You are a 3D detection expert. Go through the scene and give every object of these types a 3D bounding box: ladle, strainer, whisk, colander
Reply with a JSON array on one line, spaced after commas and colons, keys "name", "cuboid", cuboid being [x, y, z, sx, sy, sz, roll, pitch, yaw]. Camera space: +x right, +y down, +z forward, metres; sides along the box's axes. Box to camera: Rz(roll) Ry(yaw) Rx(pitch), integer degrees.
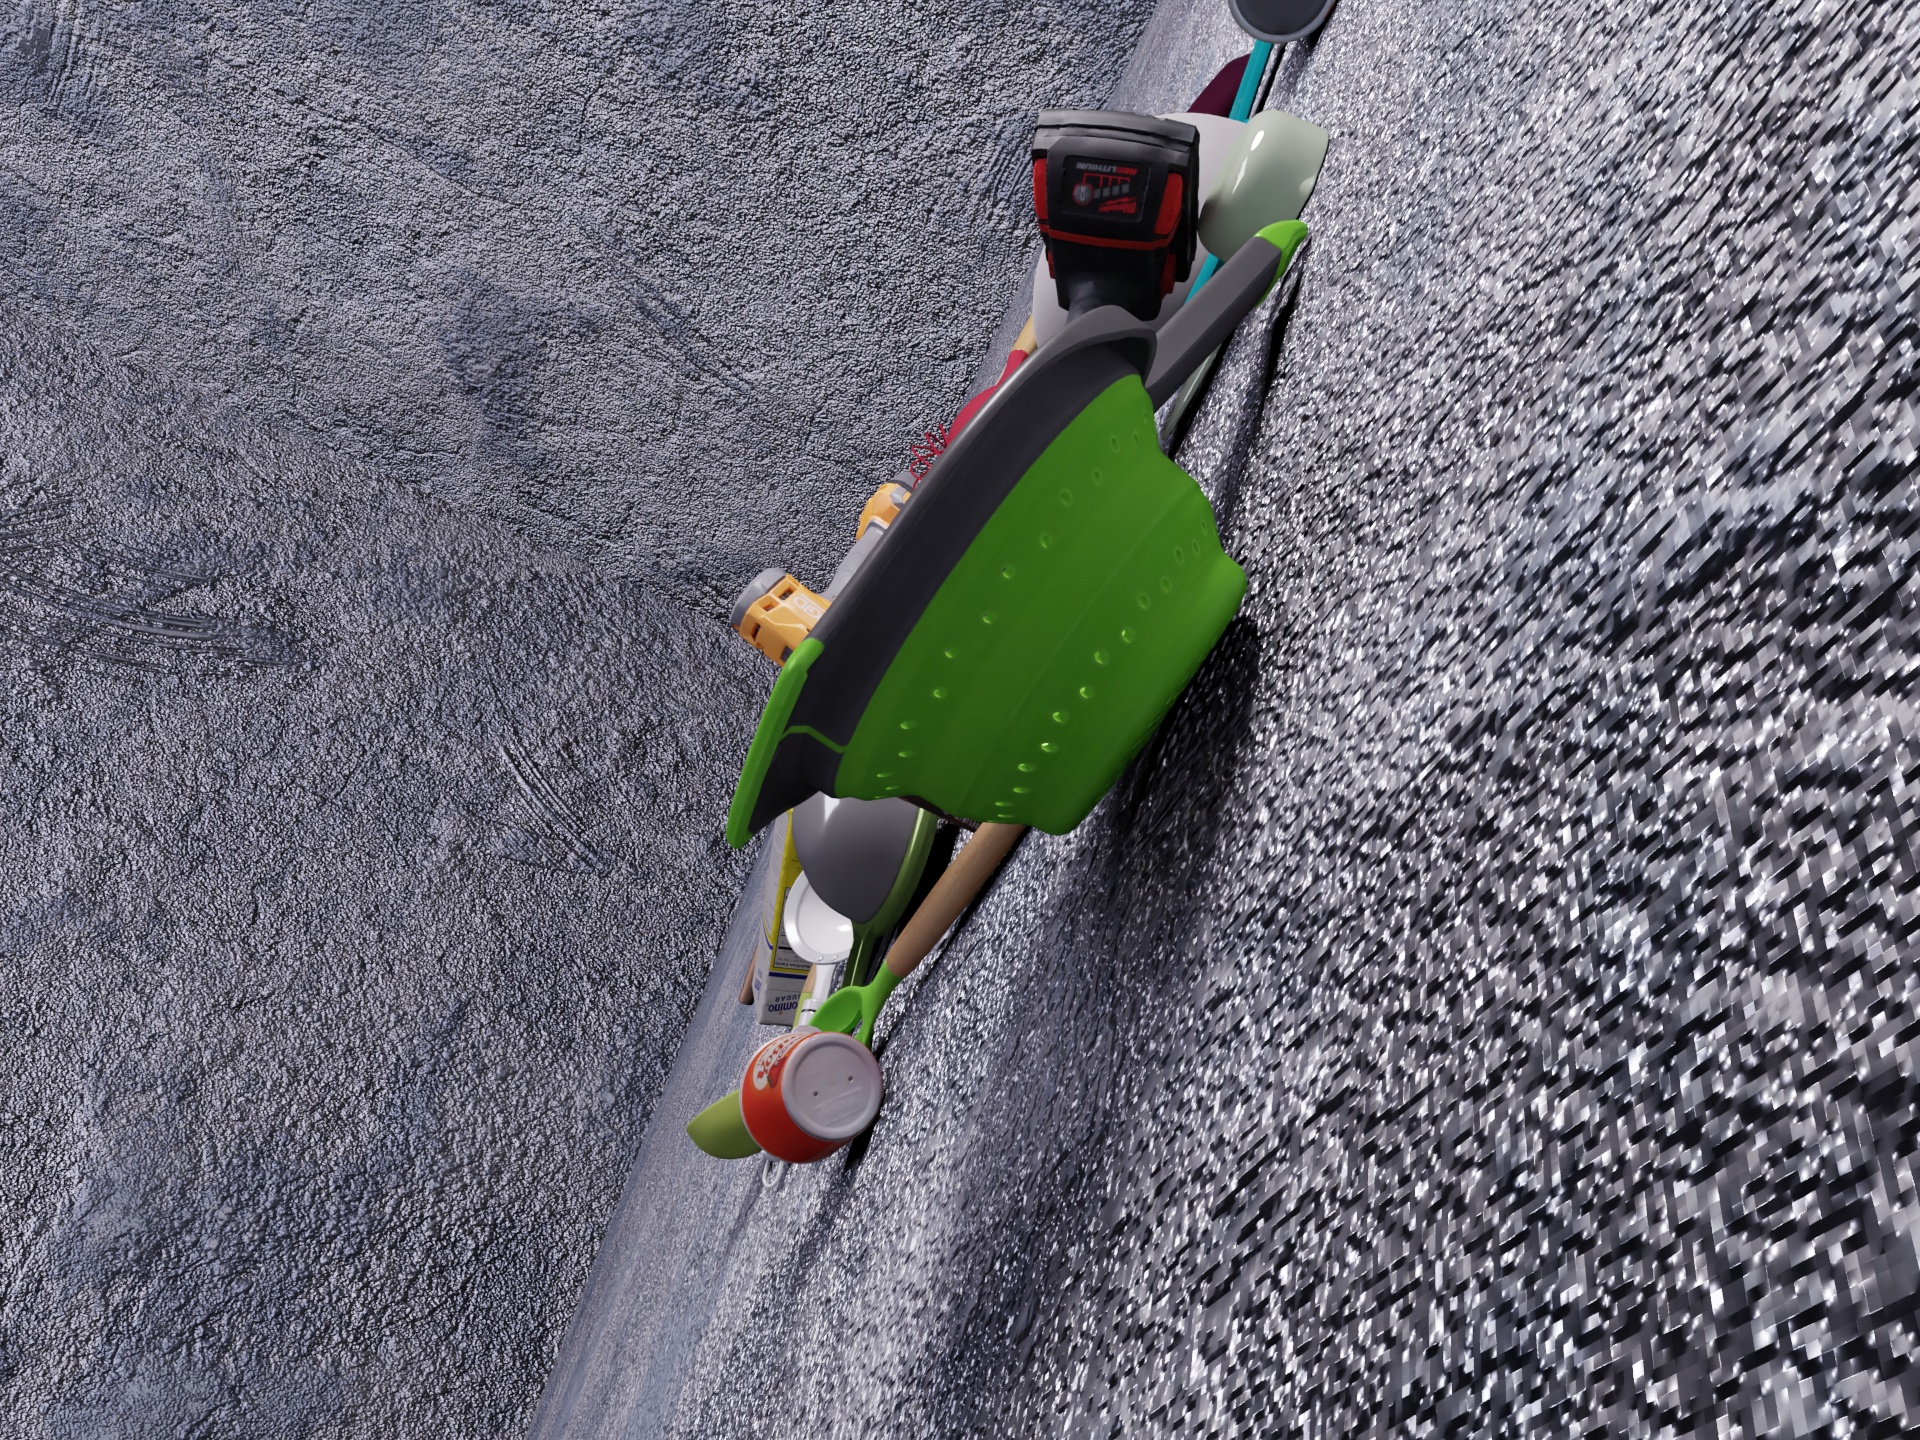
[{"name": "ladle", "cuboid": [0.048, -0.255, 1.074, 0.069, 0.031, 0.316, -31, 22, 37]}, {"name": "strainer", "cuboid": [-0.078, 0.105, 0.969, 0.151, 0.069, 0.256, 160, 125, -69]}, {"name": "whisk", "cuboid": [0.001, -0.178, 1.216, 0.296, 0.073, 0.073, -107, 41, -71]}, {"name": "strainer", "cuboid": [-0.096, 0.190, 1.078, 0.087, 0.050, 0.259, -6, 55, 30]}, {"name": "strainer", "cuboid": [0.122, -0.342, 0.988, 0.211, 0.095, 0.340, 135, 157, -71]}, {"name": "ladle", "cuboid": [-0.113, 0.178, 1.185, 0.078, 0.062, 0.320, 117, 176, -57]}, {"name": "colander", "cuboid": [0.073, -0.077, 0.590, 0.397, 0.094, 0.204, -49, -8, -38]}]

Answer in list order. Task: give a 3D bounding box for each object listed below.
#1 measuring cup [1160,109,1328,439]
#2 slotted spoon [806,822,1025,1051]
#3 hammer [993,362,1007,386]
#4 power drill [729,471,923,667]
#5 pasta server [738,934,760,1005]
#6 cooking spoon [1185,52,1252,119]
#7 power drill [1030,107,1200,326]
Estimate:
[{"name": "measuring cup", "cuboid": [0.126, -0.222, 0.787, 0.167, 0.038, 0.083, -63, 7, 6]}, {"name": "slotted spoon", "cuboid": [-0.022, 0.115, 0.825, 0.313, 0.031, 0.070, 124, 152, -42]}, {"name": "hammer", "cuboid": [0.039, -0.198, 1.114, 0.146, 0.038, 0.411, -57, 10, 29]}, {"name": "power drill", "cuboid": [-0.052, -0.089, 1.296, 0.226, 0.185, 0.084, -47, -9, -42]}, {"name": "pasta server", "cuboid": [-0.118, 0.093, 1.331, 0.060, 0.040, 0.316, -146, 77, -80]}, {"name": "cooking spoon", "cuboid": [0.142, -0.361, 1.190, 0.069, 0.017, 0.318, -33, -15, -34]}, {"name": "power drill", "cuboid": [0.056, -0.178, 0.762, 0.187, 0.080, 0.227, 62, -141, -73]}]
